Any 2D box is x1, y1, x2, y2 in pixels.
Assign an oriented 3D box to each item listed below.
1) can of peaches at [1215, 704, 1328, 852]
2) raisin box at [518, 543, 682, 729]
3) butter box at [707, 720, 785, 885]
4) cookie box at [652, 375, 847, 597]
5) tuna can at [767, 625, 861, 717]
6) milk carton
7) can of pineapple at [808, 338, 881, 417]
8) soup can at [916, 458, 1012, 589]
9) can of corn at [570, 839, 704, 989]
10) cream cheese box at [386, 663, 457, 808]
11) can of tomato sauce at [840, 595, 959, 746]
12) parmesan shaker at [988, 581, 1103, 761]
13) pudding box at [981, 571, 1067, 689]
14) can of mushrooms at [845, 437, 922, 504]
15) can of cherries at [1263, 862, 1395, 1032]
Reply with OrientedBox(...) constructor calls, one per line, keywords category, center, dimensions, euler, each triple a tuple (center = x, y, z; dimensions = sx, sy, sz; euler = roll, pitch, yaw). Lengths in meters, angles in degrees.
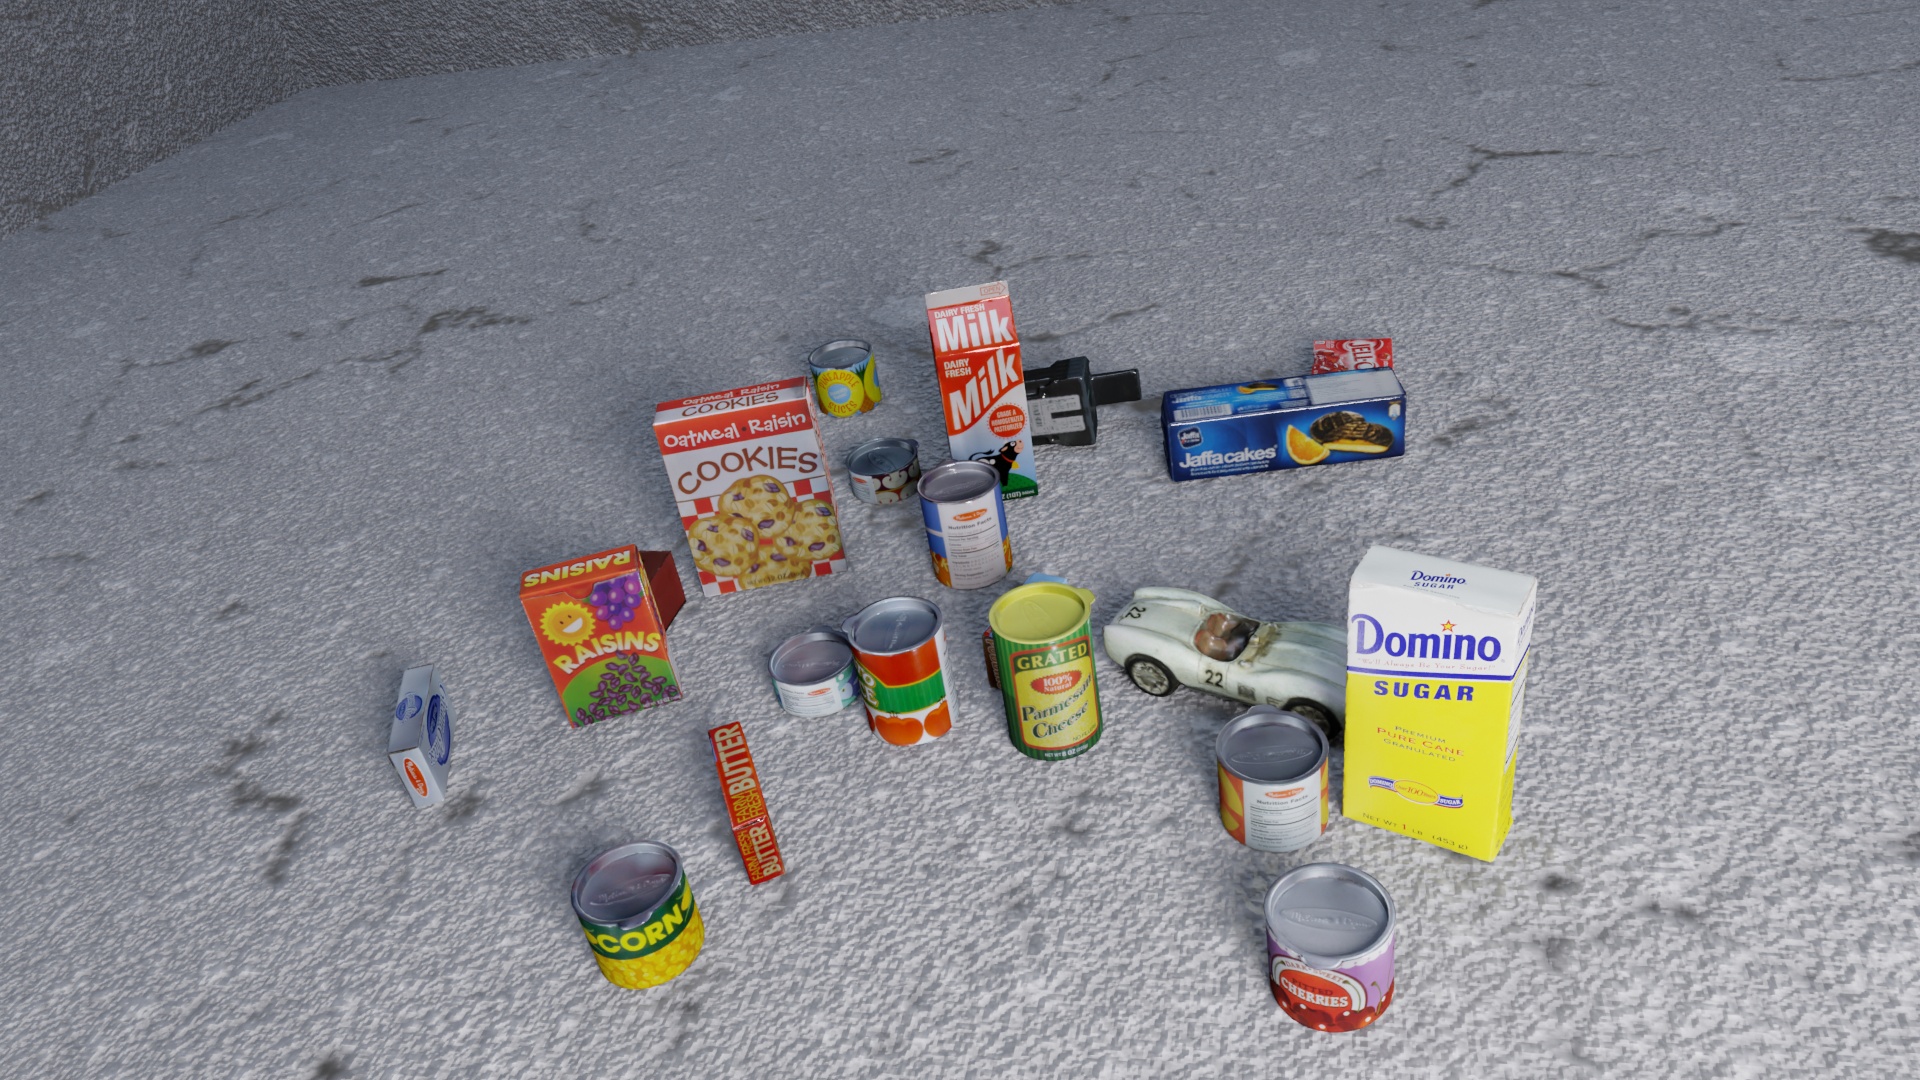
OrientedBox(category="can of peaches", center=(0.189, 0.144, 0.842), dimensions=(0.071, 0.057, 0.071), euler=(-7, 32, 5))
OrientedBox(category="raisin box", center=(-0.263, 0.071, 1.020), dimensions=(0.086, 0.122, 0.040), euler=(-14, 32, -6))
OrientedBox(category="butter box", center=(-0.139, 0.169, 0.900), dimensions=(0.024, 0.053, 0.104), euler=(-17, 33, -10))
OrientedBox(category="cookie box", center=(-0.168, -0.043, 1.131), dimensions=(0.123, 0.166, 0.040), euler=(-11, 32, 0))
OrientedBox(category="tuna can", center=(-0.106, 0.096, 1.022), dimensions=(0.071, 0.032, 0.071), euler=(-7, 32, 5))
OrientedBox(category="milk carton", center=(0.018, -0.130, 1.194), dimensions=(0.072, 0.189, 0.074), euler=(-11, 32, 0))
OrientedBox(category="can of pineapple", center=(-0.117, -0.164, 1.408), dimensions=(0.071, 0.057, 0.071), euler=(-7, 32, 5))
OrientedBox(category="soup can", center=(0.004, -0.014, 1.116), dimensions=(0.071, 0.083, 0.072), euler=(-7, 32, 5))
OrientedBox(category="can of corn", center=(-0.190, 0.223, 0.823), dimensions=(0.071, 0.058, 0.071), euler=(-7, 32, 5))
OrientedBox(category="cream cheese box", center=(-0.391, 0.141, 1.013), dimensions=(0.024, 0.053, 0.104), euler=(-14, 32, -6))
OrientedBox(category="can of tomato sauce", center=(-0.041, 0.091, 0.965), dimensions=(0.071, 0.082, 0.071), euler=(-7, 32, 5))
OrientedBox(category="parmesan shaker", center=(0.061, 0.087, 0.924), dimensions=(0.071, 0.102, 0.072), euler=(-7, 32, 5))
OrientedBox(category="pudding box", center=(0.049, 0.066, 1.011), dimensions=(0.030, 0.049, 0.084), euler=(11, 38, 30))
OrientedBox(category="can of mushrooms", center=(-0.067, -0.064, 1.261), dimensions=(0.071, 0.033, 0.071), euler=(-7, 32, 5))
OrientedBox(category="can of cherries", center=(0.193, 0.215, 0.729), dimensions=(0.071, 0.058, 0.072), euler=(-7, 32, 5))
